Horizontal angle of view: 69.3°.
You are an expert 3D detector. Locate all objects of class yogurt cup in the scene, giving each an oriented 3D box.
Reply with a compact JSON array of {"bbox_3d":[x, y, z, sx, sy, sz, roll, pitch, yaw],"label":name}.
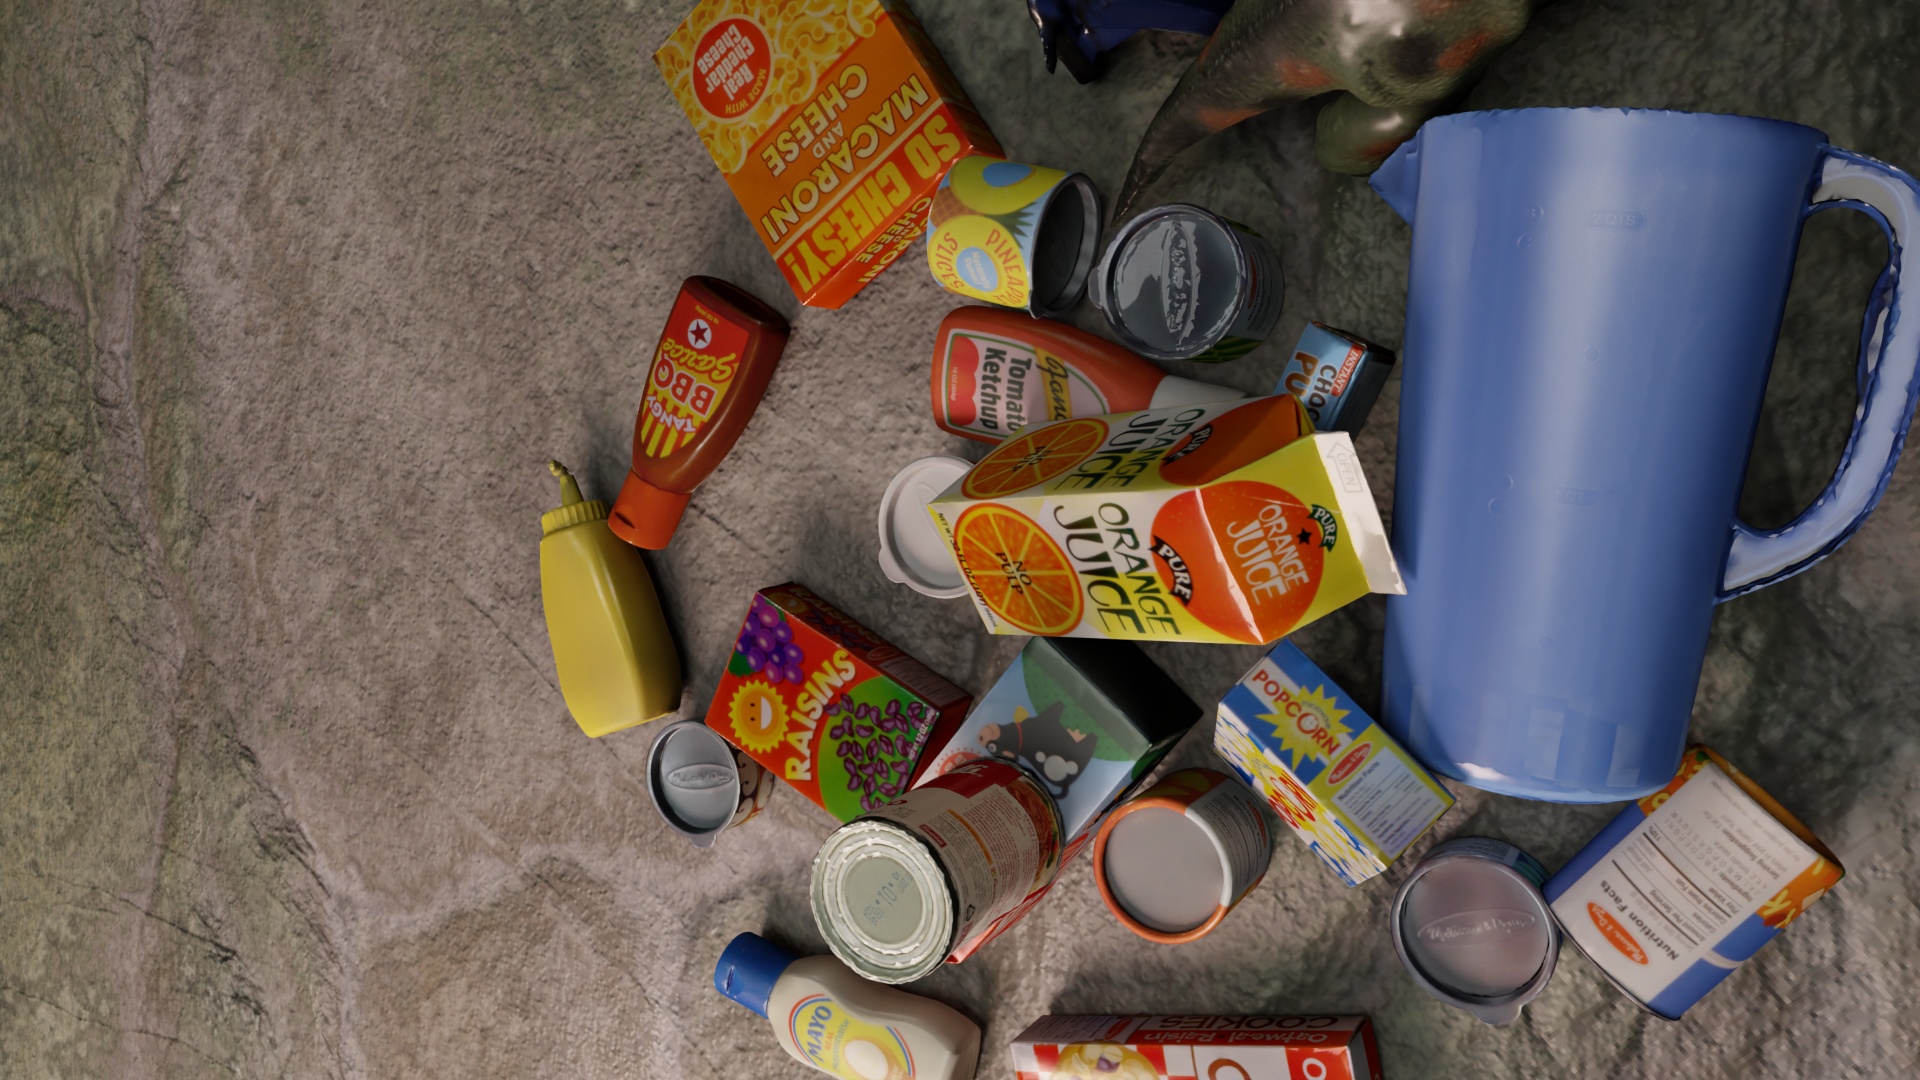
[{"bbox_3d":[0.002,-0.008,0.674,0.072,0.054,0.072,3,95,28],"label":"yogurt cup"}]

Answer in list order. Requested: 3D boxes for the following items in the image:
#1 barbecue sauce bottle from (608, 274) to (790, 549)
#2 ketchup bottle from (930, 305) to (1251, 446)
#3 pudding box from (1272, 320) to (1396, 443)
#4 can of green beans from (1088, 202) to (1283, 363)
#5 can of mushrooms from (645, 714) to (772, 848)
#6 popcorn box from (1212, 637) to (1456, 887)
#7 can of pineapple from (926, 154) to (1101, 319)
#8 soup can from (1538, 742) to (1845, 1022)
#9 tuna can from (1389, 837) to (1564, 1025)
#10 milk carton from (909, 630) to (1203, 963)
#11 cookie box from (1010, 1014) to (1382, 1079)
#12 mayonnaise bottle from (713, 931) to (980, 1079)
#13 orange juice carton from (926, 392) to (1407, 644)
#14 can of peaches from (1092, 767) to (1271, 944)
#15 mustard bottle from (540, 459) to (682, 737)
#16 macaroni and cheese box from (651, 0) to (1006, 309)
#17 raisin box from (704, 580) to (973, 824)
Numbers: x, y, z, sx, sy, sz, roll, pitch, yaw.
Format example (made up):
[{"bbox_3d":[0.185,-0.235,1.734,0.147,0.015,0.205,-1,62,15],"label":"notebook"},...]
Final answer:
[{"bbox_3d":[-0.148,-0.066,0.758,0.065,0.044,0.148,35,110,21],"label":"barbecue sauce bottle"},{"bbox_3d":[0.059,-0.066,0.644,0.149,0.044,0.064,16,116,26],"label":"ketchup bottle"},{"bbox_3d":[0.149,-0.049,0.593,0.030,0.050,0.083,31,108,25],"label":"pudding box"},{"bbox_3d":[0.102,-0.111,0.609,0.071,0.058,0.071,3,95,28],"label":"can of green beans"},{"bbox_3d":[-0.140,0.133,0.774,0.071,0.033,0.071,2,95,28],"label":"can of mushrooms"},{"bbox_3d":[0.146,0.094,0.563,0.038,0.126,0.085,-42,71,-5],"label":"popcorn box"},{"bbox_3d":[0.024,-0.141,0.644,0.058,0.071,0.071,18,103,27],"label":"can of pineapple"},{"bbox_3d":[0.277,0.129,0.528,0.071,0.071,0.083,45,109,18],"label":"soup can"},{"bbox_3d":[0.217,0.162,0.581,0.071,0.033,0.071,3,95,29],"label":"tuna can"},{"bbox_3d":[0.021,0.131,0.663,0.073,0.072,0.190,44,113,18],"label":"milk carton"},{"bbox_3d":[0.115,0.286,0.643,0.167,0.040,0.123,-12,88,30],"label":"cookie box"},{"bbox_3d":[-0.063,0.255,0.736,0.148,0.041,0.064,19,104,26],"label":"mayonnaise bottle"},{"bbox_3d":[0.084,-0.007,0.562,0.192,0.073,0.071,-2,121,48],"label":"orange juice carton"},{"bbox_3d":[0.099,0.143,0.630,0.071,0.058,0.071,2,95,28],"label":"can of peaches"},{"bbox_3d":[-0.207,0.029,0.794,0.065,0.049,0.160,-19,84,28],"label":"mustard bottle"},{"bbox_3d":[-0.069,-0.221,0.705,0.123,0.040,0.166,-37,76,25],"label":"macaroni and cheese box"},{"bbox_3d":[-0.066,0.088,0.727,0.123,0.040,0.086,30,108,22],"label":"raisin box"}]
